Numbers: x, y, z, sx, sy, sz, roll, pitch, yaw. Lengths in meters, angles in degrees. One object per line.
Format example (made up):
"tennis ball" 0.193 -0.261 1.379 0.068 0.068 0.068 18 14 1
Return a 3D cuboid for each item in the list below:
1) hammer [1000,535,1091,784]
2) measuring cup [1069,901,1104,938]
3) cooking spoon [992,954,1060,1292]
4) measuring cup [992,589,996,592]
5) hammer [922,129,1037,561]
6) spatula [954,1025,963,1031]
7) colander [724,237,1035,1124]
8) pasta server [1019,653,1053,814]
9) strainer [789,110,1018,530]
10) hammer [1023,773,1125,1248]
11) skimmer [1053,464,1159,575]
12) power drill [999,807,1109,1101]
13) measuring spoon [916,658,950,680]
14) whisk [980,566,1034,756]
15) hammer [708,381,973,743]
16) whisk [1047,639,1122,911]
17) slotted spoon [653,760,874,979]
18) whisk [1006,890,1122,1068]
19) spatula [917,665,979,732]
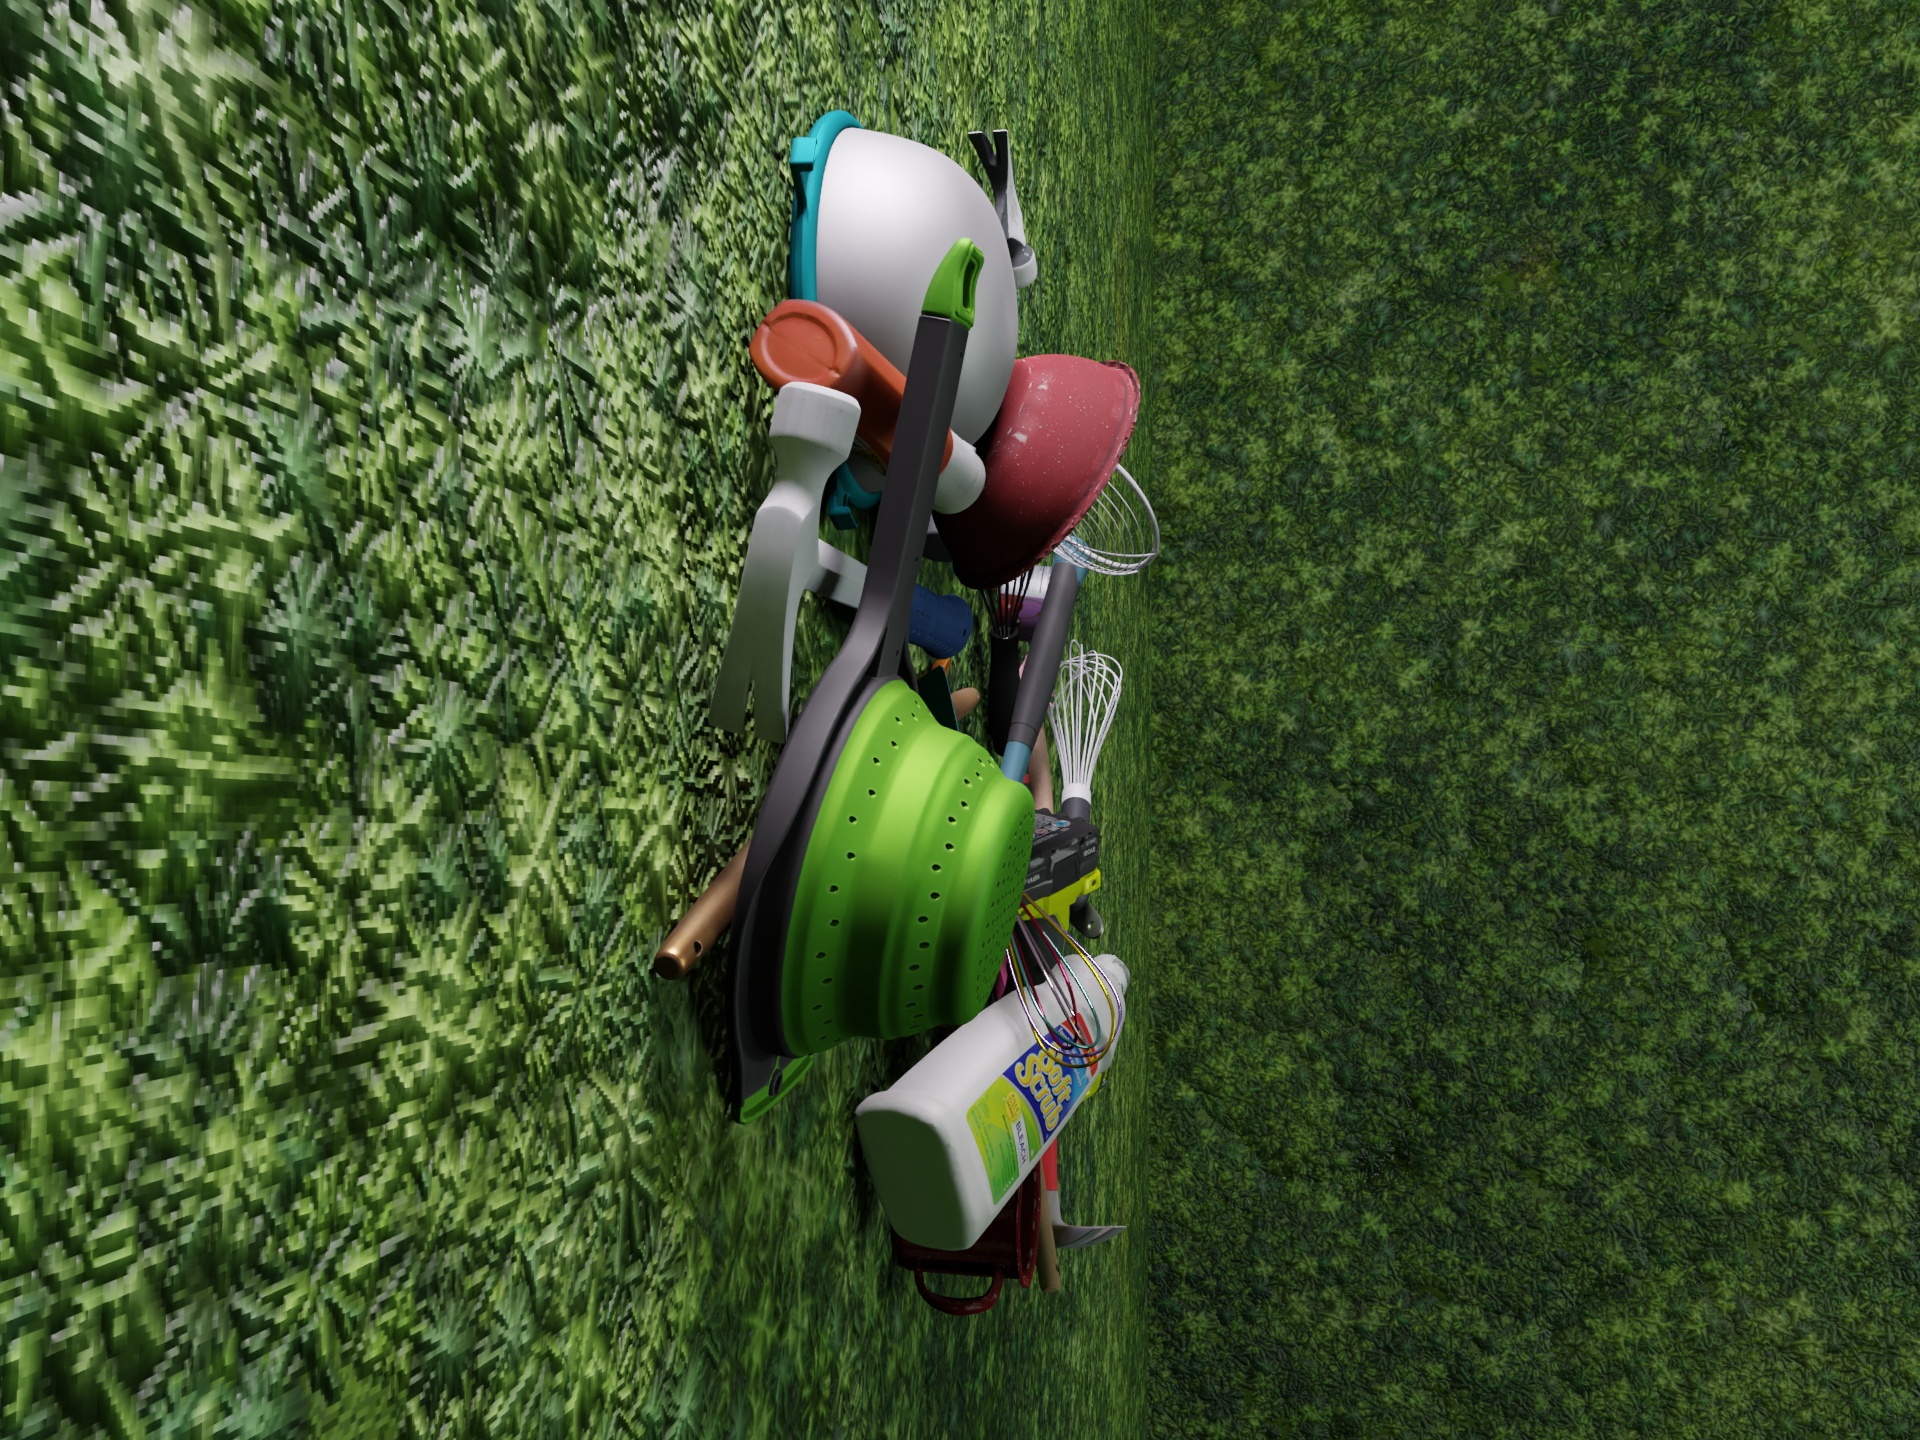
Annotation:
"hammer" 0.048 0.010 1.221 0.128 0.033 0.331 66 37 -63
"measuring cup" 0.064 0.128 1.229 0.083 0.038 0.168 -58 -156 2
"cooking spoon" 0.042 0.271 1.201 0.068 0.017 0.319 62 15 -51
"measuring cup" 0.031 -0.167 1.277 0.062 0.029 0.156 -77 163 -48
"hammer" 0.011 -0.272 1.169 0.149 0.036 0.409 75 19 -49
"spatula" 0.014 0.231 1.167 0.081 0.041 0.322 -96 179 -65
"colander" -0.006 -0.007 0.706 0.204 0.094 0.397 -17 120 -77
"pasta server" 0.072 0.019 1.355 0.316 0.040 0.060 -90 -171 -61
"strainer" -0.006 -0.248 0.923 0.340 0.095 0.210 -63 151 -64
"hammer" 0.071 0.230 1.303 0.143 0.038 0.387 -25 -120 52
"skimmer" 0.087 -0.225 1.266 0.127 0.090 0.364 56 16 -27
"power drill" 0.033 0.185 1.093 0.171 0.080 0.223 -20 114 -45
"measuring spoon" -0.026 -0.024 1.048 0.117 0.011 0.021 -41 148 -71
"whisk" 0.033 -0.071 1.263 0.055 0.055 0.238 -74 165 -55
"hammer" -0.044 -0.059 0.827 0.405 0.035 0.144 9 95 -81
"whisk" 0.092 0.038 1.253 0.285 0.070 0.070 -83 167 -47
"slotted spoon" -0.076 0.048 0.746 0.314 0.031 0.070 -54 130 -69
"whisk" 0.025 0.110 0.976 0.245 0.051 0.047 59 -44 37
"spatula" -0.002 -0.003 1.049 0.317 0.044 0.082 -40 119 -81
